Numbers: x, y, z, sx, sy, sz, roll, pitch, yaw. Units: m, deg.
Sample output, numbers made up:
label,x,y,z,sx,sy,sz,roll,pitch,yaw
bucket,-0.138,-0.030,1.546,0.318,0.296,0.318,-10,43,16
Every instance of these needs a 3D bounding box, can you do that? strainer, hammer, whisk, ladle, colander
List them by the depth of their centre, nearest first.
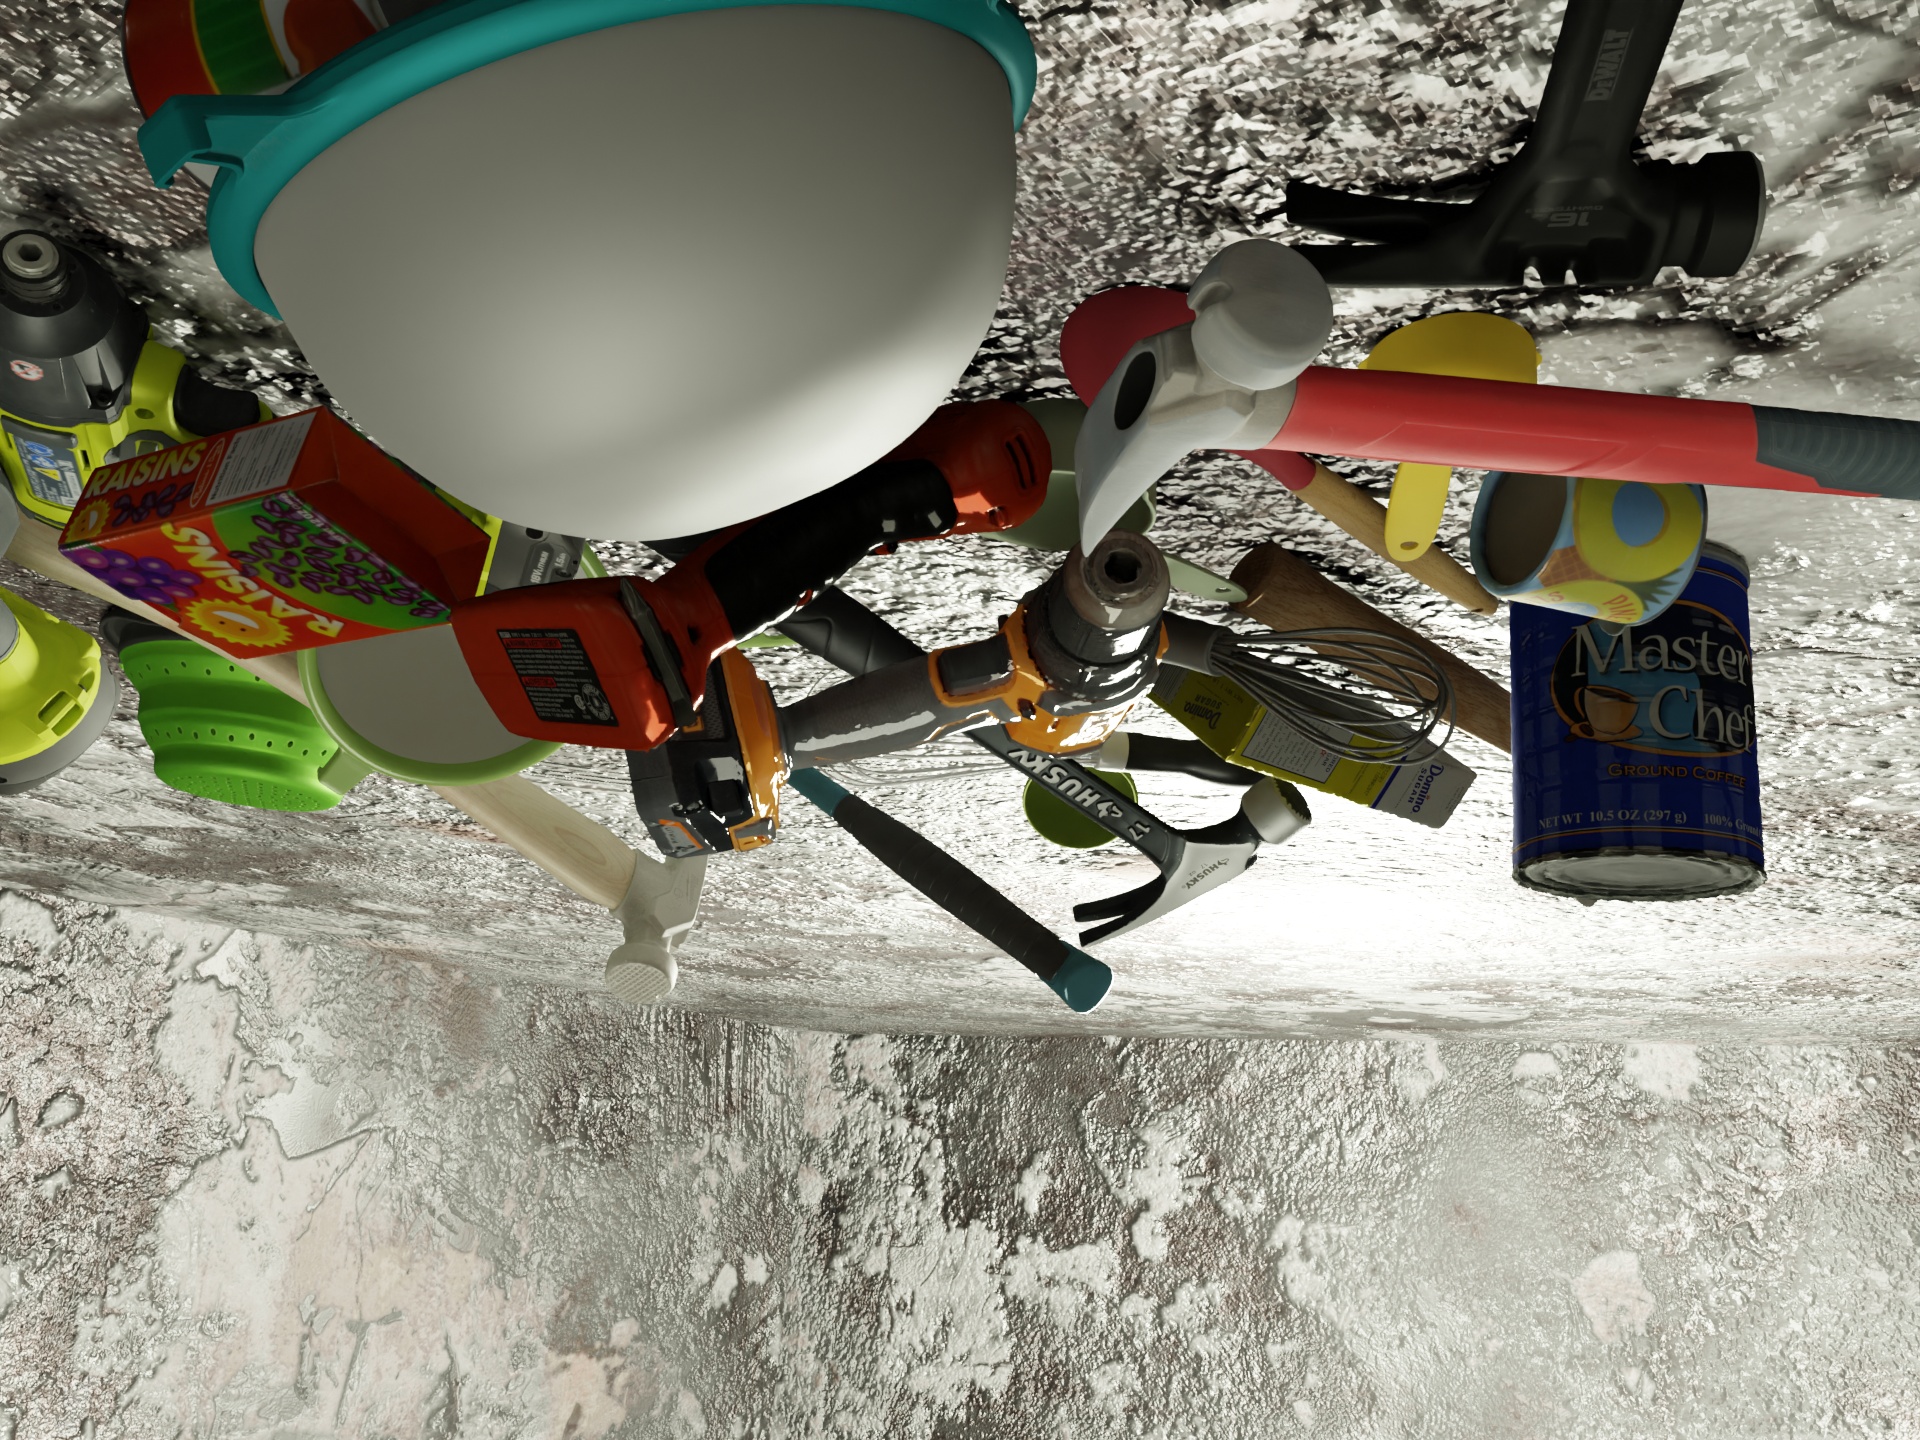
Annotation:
label,x,y,z,sx,sy,sz,roll,pitch,yaw
hammer,0.134,-0.185,0.307,0.127,0.034,0.336,1,163,9
strainer,-0.079,-0.095,0.473,0.211,0.095,0.340,-16,178,-8
hammer,0.231,-0.085,0.525,0.386,0.038,0.143,2,163,-16
ladle,0.148,-0.091,0.641,0.069,0.031,0.315,-13,158,39
whisk,0.117,-0.028,0.716,0.055,0.055,0.239,21,180,-43
hammer,-0.001,-0.003,0.794,0.408,0.036,0.149,33,119,-32
hammer,0.262,-0.008,0.797,0.331,0.031,0.130,25,114,-30
strainer,-0.202,-0.052,0.804,0.256,0.151,0.069,-6,-151,-29
hammer,-0.302,-0.008,0.831,0.038,0.146,0.410,-35,121,30
whisk,0.051,0.013,0.874,0.284,0.070,0.070,5,164,-9
hammer,-0.055,0.057,0.898,0.331,0.033,0.128,35,178,19
ladle,0.072,0.009,0.953,0.078,0.062,0.320,2,161,5
colander,-0.379,-0.007,0.957,0.397,0.094,0.204,-8,159,38

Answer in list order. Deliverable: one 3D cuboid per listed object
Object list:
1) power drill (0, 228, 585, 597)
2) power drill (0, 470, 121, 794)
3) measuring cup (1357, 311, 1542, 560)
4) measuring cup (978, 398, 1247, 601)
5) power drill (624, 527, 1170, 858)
label,x,y,z,sx,sy,sz,roll,pitch,yaw
power drill,-0.257,-0.107,0.617,0.223,0.080,0.171,13,158,-18
power drill,-0.466,-0.075,0.669,0.190,0.080,0.228,28,151,6
measuring cup,0.175,-0.091,0.590,0.062,0.029,0.156,0,155,8
measuring cup,0.070,-0.087,0.657,0.083,0.038,0.167,-10,160,42
power drill,-0.024,-0.014,0.652,0.226,0.084,0.185,-12,166,-8
